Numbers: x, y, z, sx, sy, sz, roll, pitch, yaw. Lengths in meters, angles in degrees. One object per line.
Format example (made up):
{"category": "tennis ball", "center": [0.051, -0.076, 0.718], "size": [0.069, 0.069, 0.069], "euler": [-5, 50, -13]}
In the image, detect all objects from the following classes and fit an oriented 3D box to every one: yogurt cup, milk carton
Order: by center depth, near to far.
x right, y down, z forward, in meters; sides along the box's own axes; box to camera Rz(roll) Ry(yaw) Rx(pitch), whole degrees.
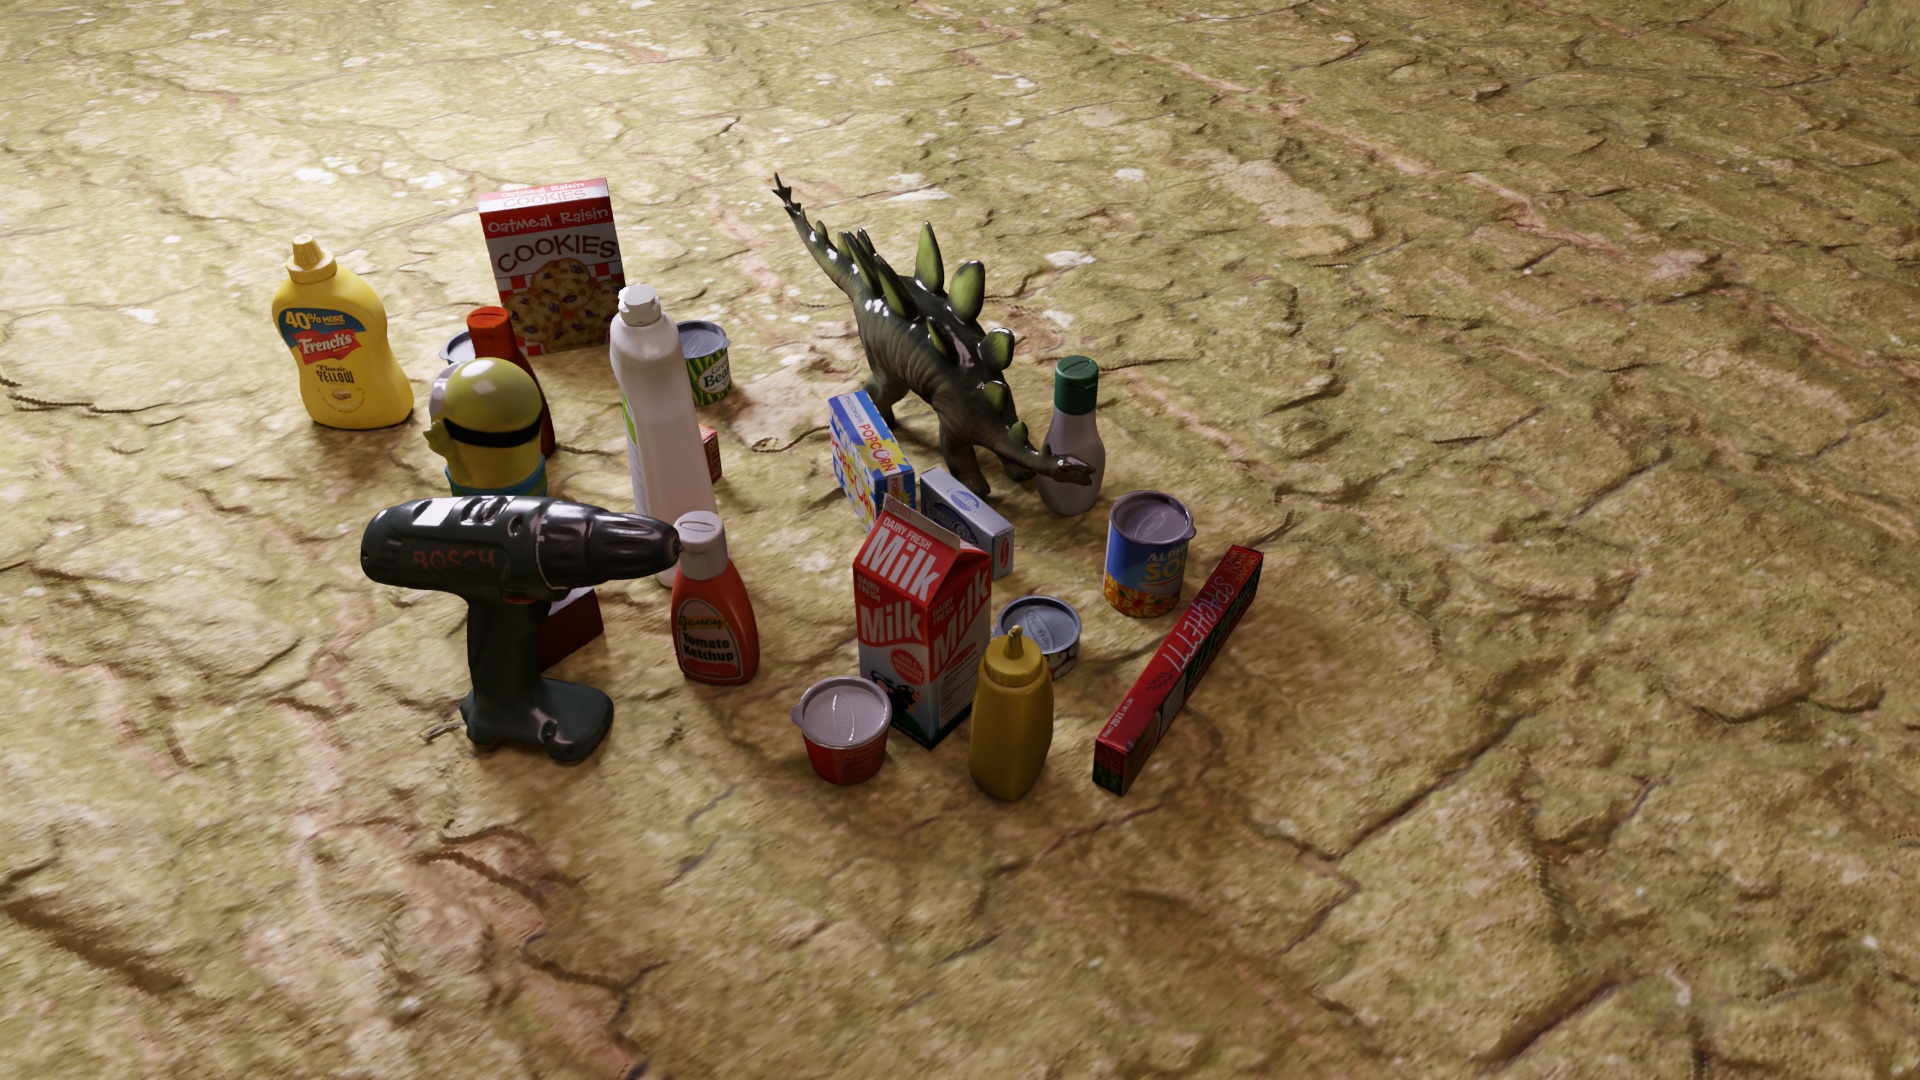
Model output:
{"category": "milk carton", "center": [-0.027, 0.053, 1.005], "size": [0.072, 0.189, 0.074], "euler": [29, 49, 28]}
{"category": "yogurt cup", "center": [-0.083, 0.140, 1.009], "size": [0.072, 0.053, 0.073], "euler": [0, 42, 0]}

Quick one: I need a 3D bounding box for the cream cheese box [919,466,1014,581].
{"category": "cream cheese box", "center": [0.004, -0.015, 1.184], "size": [0.024, 0.053, 0.104], "euler": [-28, 49, -28]}

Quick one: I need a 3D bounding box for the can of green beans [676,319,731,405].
{"category": "can of green beans", "center": [-0.259, -0.173, 1.354], "size": [0.071, 0.057, 0.071], "euler": [0, 42, 0]}

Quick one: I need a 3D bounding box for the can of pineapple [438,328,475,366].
{"category": "can of pineapple", "center": [-0.461, -0.166, 1.344], "size": [0.071, 0.057, 0.071], "euler": [0, 42, 0]}

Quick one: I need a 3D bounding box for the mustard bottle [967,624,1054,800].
{"category": "mustard bottle", "center": [0.036, 0.111, 0.964], "size": [0.049, 0.159, 0.066], "euler": [22, 46, 22]}

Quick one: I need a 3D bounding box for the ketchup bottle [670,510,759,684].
{"category": "ketchup bottle", "center": [-0.189, 0.044, 1.045], "size": [0.065, 0.148, 0.044], "euler": [8, 42, 8]}

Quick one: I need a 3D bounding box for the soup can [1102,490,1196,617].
{"category": "soup can", "center": [0.154, 0.013, 1.132], "size": [0.071, 0.083, 0.072], "euler": [0, 42, 0]}

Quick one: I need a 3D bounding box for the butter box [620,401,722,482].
{"category": "butter box", "center": [-0.263, -0.093, 1.268], "size": [0.103, 0.052, 0.024], "euler": [27, 48, 26]}

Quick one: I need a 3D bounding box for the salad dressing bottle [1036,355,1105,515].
{"category": "salad dressing bottle", "center": [0.097, -0.090, 1.199], "size": [0.064, 0.146, 0.044], "euler": [-24, 47, -25]}

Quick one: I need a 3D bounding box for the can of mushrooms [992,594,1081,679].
{"category": "can of mushrooms", "center": [0.059, 0.077, 1.097], "size": [0.071, 0.033, 0.071], "euler": [0, 42, 0]}

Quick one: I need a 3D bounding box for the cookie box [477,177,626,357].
{"category": "cookie box", "center": [-0.399, -0.270, 1.379], "size": [0.123, 0.166, 0.040], "euler": [-12, 43, -13]}

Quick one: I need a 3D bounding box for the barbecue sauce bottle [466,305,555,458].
{"category": "barbecue sauce bottle", "center": [-0.408, -0.139, 1.247], "size": [0.065, 0.147, 0.044], "euler": [1, 42, 1]}

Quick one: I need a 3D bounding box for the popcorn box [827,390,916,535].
{"category": "popcorn box", "center": [-0.077, -0.061, 1.211], "size": [0.038, 0.084, 0.127], "euler": [-15, 44, -17]}

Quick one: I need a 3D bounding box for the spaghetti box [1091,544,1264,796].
{"category": "spaghetti box", "center": [0.171, 0.093, 1.068], "size": [0.029, 0.049, 0.251], "euler": [23, 46, 23]}
